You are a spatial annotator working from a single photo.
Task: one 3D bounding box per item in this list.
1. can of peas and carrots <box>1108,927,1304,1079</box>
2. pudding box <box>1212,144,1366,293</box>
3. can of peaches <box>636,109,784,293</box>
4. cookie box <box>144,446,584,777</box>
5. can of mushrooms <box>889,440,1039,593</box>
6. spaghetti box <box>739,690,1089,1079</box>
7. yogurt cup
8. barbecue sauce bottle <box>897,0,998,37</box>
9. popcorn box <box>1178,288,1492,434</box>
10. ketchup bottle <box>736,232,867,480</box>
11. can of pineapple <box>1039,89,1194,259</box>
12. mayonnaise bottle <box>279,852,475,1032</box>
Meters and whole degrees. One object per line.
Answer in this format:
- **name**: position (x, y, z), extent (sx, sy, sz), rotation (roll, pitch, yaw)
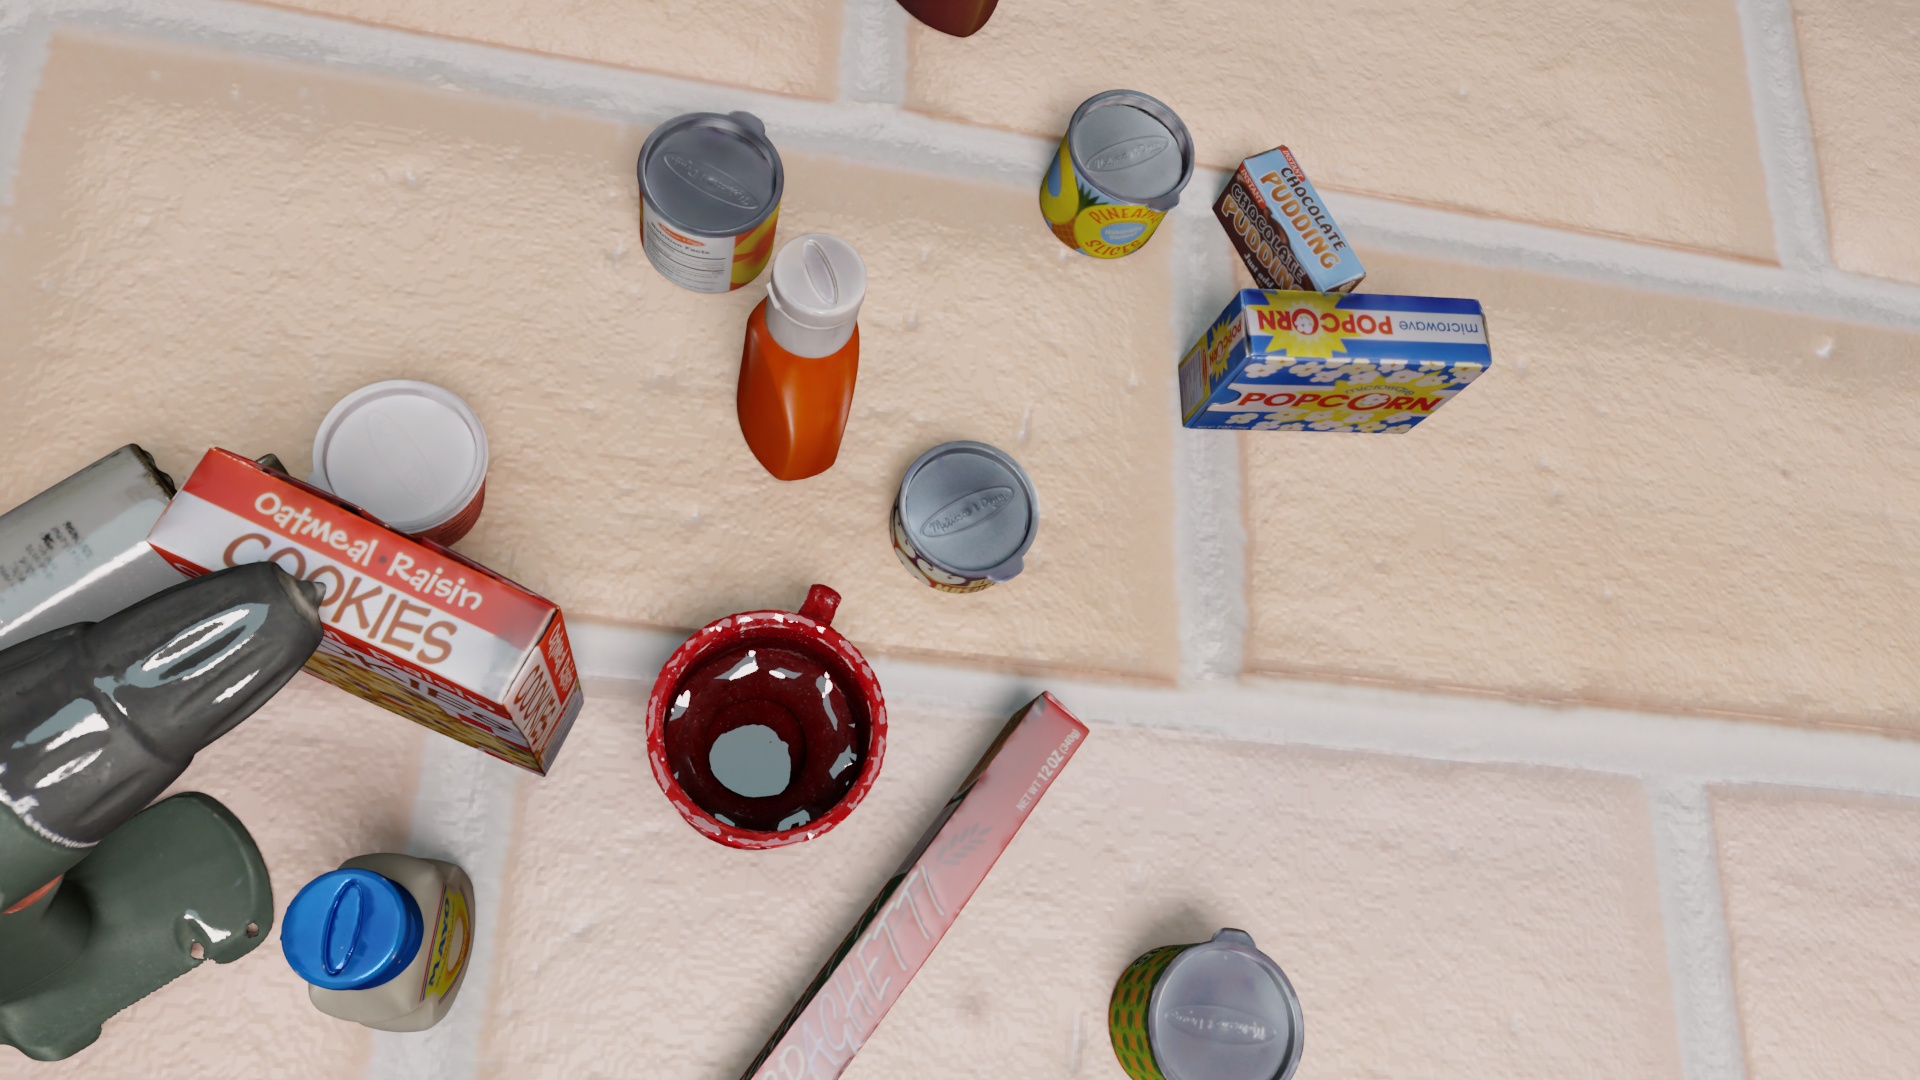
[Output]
- **can of peas and carrots**: position (0.101, 0.201, 0.584), extent (0.071, 0.058, 0.071), rotation (4, 71, -11)
- **pudding box**: position (0.171, -0.157, 0.725), extent (0.030, 0.049, 0.084), rotation (-24, 78, -18)
- **can of peaches**: position (-0.118, -0.160, 0.658), extent (0.071, 0.058, 0.071), rotation (4, 71, -11)
- **cookie box**: position (-0.207, 0.034, 0.514), extent (0.123, 0.167, 0.040), rotation (25, 69, -3)
- **can of mushrooms**: position (0.002, -0.008, 0.646), extent (0.071, 0.033, 0.071), rotation (4, 71, -11)
- **spaghetti box**: position (-0.032, 0.168, 0.570), extent (0.029, 0.050, 0.251), rotation (39, 68, 2)
- **yogurt cup**: position (-0.234, -0.028, 0.590), extent (0.072, 0.053, 0.072), rotation (4, 71, -11)
- **barbecue sauce bottle**: position (0.002, -0.319, 0.690), extent (0.065, 0.148, 0.044), rotation (35, 69, 1)
- **popcorn box**: position (0.182, -0.086, 0.684), extent (0.127, 0.085, 0.038), rotation (0, 72, -12)
- **ketchup bottle**: position (-0.068, -0.078, 0.593), extent (0.043, 0.148, 0.065), rotation (-18, 77, -17)
- **can of pineapple**: position (0.079, -0.184, 0.710), extent (0.071, 0.057, 0.071), rotation (4, 71, -11)
- **mayonnaise bottle**: position (-0.202, 0.140, 0.490), extent (0.041, 0.147, 0.065), rotation (8, 71, -10)
